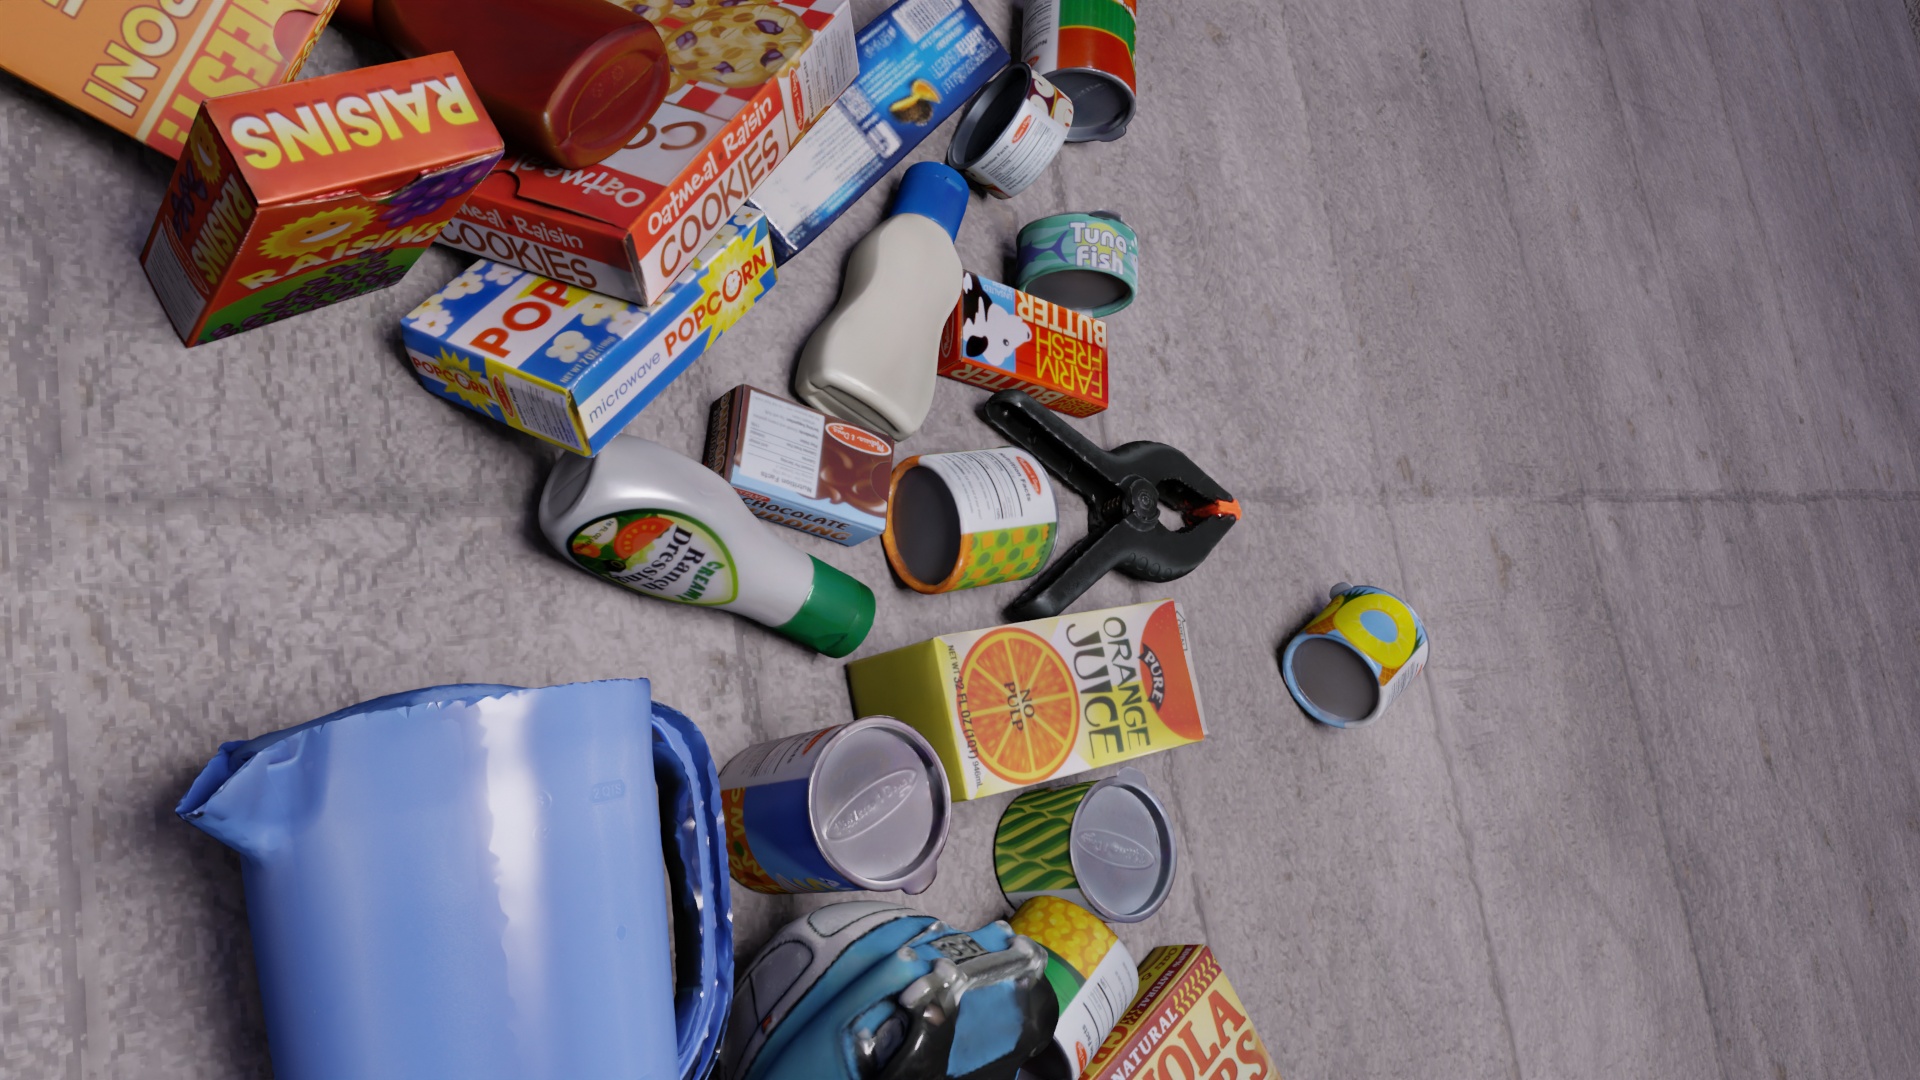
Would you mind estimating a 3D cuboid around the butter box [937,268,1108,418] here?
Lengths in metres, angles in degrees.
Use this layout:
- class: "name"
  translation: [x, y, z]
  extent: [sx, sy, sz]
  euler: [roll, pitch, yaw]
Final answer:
- class: "butter box"
  translation: [0.034, -0.103, 0.737]
  extent: [0.103, 0.024, 0.053]
  euler: [14, 68, -35]

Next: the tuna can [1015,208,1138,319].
- class: "tuna can"
  translation: [0.063, -0.147, 0.744]
  extent: [0.071, 0.071, 0.033]
  euler: [13, 70, -35]

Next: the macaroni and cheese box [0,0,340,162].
- class: "macaroni and cheese box"
  translation: [-0.300, -0.216, 0.467]
  extent: [0.166, 0.040, 0.123]
  euler: [29, 89, -28]

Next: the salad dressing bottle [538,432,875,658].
- class: "salad dressing bottle"
  translation: [-0.100, 0.007, 0.578]
  extent: [0.147, 0.064, 0.044]
  euler: [30, 37, -36]

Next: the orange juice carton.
- class: "orange juice carton"
  translation: [0.048, 0.074, 0.662]
  extent: [0.193, 0.073, 0.072]
  euler: [-6, 80, -39]

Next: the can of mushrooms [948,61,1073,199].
- class: "can of mushrooms"
  translation: [0.027, -0.219, 0.742]
  extent: [0.033, 0.071, 0.071]
  euler: [30, 60, -28]

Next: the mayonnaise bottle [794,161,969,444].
- class: "mayonnaise bottle"
  translation: [-0.031, -0.121, 0.682]
  extent: [0.064, 0.041, 0.149]
  euler: [33, 57, -27]

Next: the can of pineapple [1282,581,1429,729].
- class: "can of pineapple"
  translation: [0.229, 0.067, 0.812]
  extent: [0.058, 0.071, 0.071]
  euler: [-34, 98, -39]

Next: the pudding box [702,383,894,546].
- class: "pudding box"
  translation: [-0.073, -0.032, 0.628]
  extent: [0.084, 0.030, 0.050]
  euler: [18, 65, -33]

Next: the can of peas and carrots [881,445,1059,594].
- class: "can of peas and carrots"
  translation: [0.002, -0.008, 0.659]
  extent: [0.059, 0.070, 0.071]
  euler: [-8, 82, -39]

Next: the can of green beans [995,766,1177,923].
- class: "can of green beans"
  translation: [0.059, 0.147, 0.657]
  extent: [0.071, 0.057, 0.071]
  euler: [12, 69, -35]

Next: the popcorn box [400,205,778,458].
- class: "popcorn box"
  translation: [-0.145, -0.096, 0.556]
  extent: [0.127, 0.085, 0.038]
  euler: [-53, 153, -36]

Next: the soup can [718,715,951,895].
- class: "soup can"
  translation: [-0.053, 0.112, 0.564]
  extent: [0.071, 0.083, 0.071]
  euler: [12, 70, -35]

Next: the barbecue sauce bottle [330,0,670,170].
- class: "barbecue sauce bottle"
  translation: [-0.184, -0.192, 0.528]
  extent: [0.149, 0.043, 0.065]
  euler: [29, 64, 23]

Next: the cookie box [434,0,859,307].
- class: "cookie box"
  translation: [-0.136, -0.175, 0.569]
  extent: [0.168, 0.123, 0.040]
  euler: [-59, 157, -34]

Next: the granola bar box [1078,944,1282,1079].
- class: "granola bar box"
  translation: [0.088, 0.290, 0.648]
  extent: [0.166, 0.039, 0.124]
  euler: [-34, 98, -40]

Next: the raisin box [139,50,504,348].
- class: "raisin box"
  translation: [-0.221, -0.115, 0.476]
  extent: [0.086, 0.123, 0.040]
  euler: [-30, 96, -40]

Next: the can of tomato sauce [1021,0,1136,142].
- class: "can of tomato sauce"
  translation: [0.069, -0.280, 0.792]
  extent: [0.071, 0.071, 0.083]
  euler: [17, 66, -33]

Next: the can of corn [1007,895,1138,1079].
- class: "can of corn"
  translation: [0.035, 0.201, 0.620]
  extent: [0.058, 0.071, 0.071]
  euler: [-41, 103, -39]
